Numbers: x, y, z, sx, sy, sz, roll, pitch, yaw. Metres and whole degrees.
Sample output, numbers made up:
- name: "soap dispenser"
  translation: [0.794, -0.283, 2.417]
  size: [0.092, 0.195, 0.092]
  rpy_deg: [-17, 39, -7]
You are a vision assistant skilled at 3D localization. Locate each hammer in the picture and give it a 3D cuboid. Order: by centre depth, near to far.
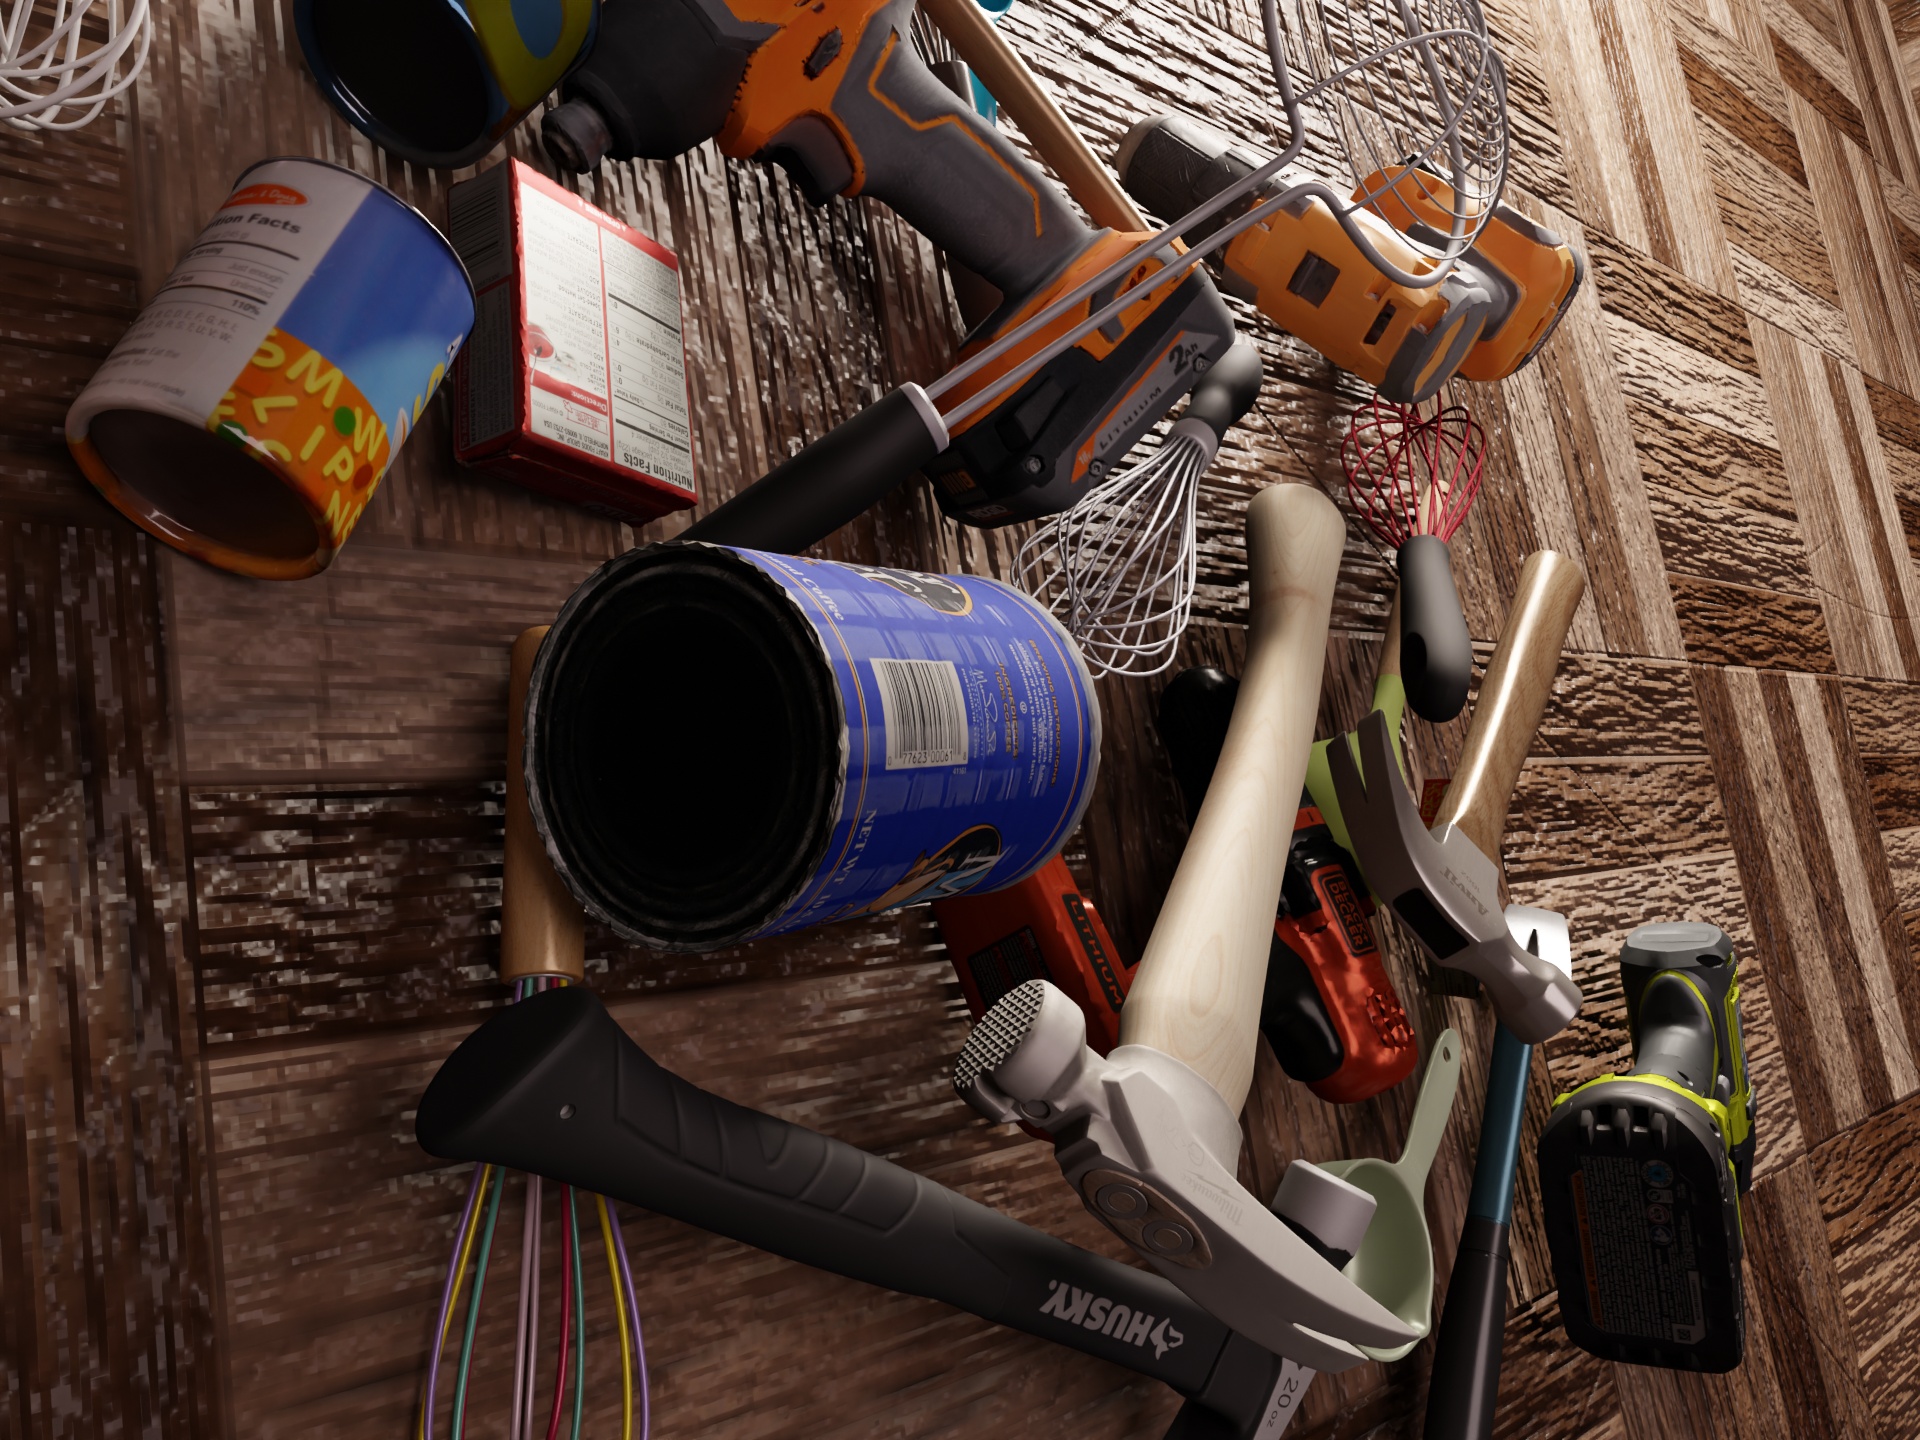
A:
- name: "hammer"
  translation: [-0.002, 0.155, 0.447]
  size: [0.334, 0.035, 0.146]
  rpy_deg: [34, 80, -38]
- name: "hammer"
  translation: [0.114, 0.027, 0.576]
  size: [0.146, 0.038, 0.411]
  rpy_deg: [41, 36, -11]
- name: "hammer"
  translation: [0.224, 0.231, 0.681]
  size: [0.128, 0.033, 0.331]
  rpy_deg: [69, 35, -57]
- name: "hammer"
  translation: [0.248, -0.002, 0.729]
  size: [0.130, 0.031, 0.331]
  rpy_deg: [46, 39, -3]

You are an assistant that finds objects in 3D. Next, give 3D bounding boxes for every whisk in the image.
- name: "whisk"
  translation: [-0.113, 0.089, 0.413]
  size: [0.051, 0.047, 0.245]
  rpy_deg: [24, 55, -52]
- name: "whisk"
  translation: [-0.227, -0.254, 0.413]
  size: [0.057, 0.059, 0.246]
  rpy_deg: [83, 5, -68]
- name: "whisk"
  translation: [-0.008, -0.254, 0.633]
  size: [0.055, 0.055, 0.239]
  rpy_deg: [-13, 91, -47]
- name: "whisk"
  translation: [0.085, -0.098, 0.654]
  size: [0.070, 0.070, 0.285]
  rpy_deg: [55, 36, -16]
- name: "whisk"
  translation: [0.212, -0.084, 0.732]
  size: [0.073, 0.073, 0.296]
  rpy_deg: [51, 29, -20]

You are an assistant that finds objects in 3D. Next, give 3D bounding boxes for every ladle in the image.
- name: "ladle"
  translation: [0.204, -0.027, 0.777]
  size: [0.078, 0.062, 0.320]
  rpy_deg: [43, 42, -13]

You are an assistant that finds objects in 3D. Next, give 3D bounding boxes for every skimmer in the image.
- name: "skimmer"
  translation: [0.032, -0.132, 0.515]
  size: [0.363, 0.090, 0.127]
  rpy_deg: [-35, 110, -5]

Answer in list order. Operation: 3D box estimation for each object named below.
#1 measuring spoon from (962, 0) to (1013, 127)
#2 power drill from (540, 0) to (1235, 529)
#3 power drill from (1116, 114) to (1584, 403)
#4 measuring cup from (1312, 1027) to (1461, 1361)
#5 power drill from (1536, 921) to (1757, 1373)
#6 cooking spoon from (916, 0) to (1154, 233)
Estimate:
- name: "measuring spoon"
  translation: [0.001, -0.275, 0.671]
  size: [0.042, 0.021, 0.129]
  rpy_deg: [10, 78, -47]
- name: "power drill"
  translation: [-0.025, -0.177, 0.552]
  size: [0.164, 0.084, 0.226]
  rpy_deg: [-46, 108, -18]
- name: "power drill"
  translation: [0.190, -0.230, 0.770]
  size: [0.185, 0.084, 0.226]
  rpy_deg: [40, 33, 20]
- name: "measuring cup"
  translation: [0.174, 0.190, 0.668]
  size: [0.083, 0.038, 0.168]
  rpy_deg: [56, 44, -16]
- name: "power drill"
  translation: [0.359, 0.218, 0.799]
  size: [0.223, 0.080, 0.171]
  rpy_deg: [-24, 105, -56]
- name: "cooking spoon"
  translation: [-0.026, -0.295, 0.595]
  size: [0.069, 0.017, 0.318]
  rpy_deg: [-41, 99, 1]
